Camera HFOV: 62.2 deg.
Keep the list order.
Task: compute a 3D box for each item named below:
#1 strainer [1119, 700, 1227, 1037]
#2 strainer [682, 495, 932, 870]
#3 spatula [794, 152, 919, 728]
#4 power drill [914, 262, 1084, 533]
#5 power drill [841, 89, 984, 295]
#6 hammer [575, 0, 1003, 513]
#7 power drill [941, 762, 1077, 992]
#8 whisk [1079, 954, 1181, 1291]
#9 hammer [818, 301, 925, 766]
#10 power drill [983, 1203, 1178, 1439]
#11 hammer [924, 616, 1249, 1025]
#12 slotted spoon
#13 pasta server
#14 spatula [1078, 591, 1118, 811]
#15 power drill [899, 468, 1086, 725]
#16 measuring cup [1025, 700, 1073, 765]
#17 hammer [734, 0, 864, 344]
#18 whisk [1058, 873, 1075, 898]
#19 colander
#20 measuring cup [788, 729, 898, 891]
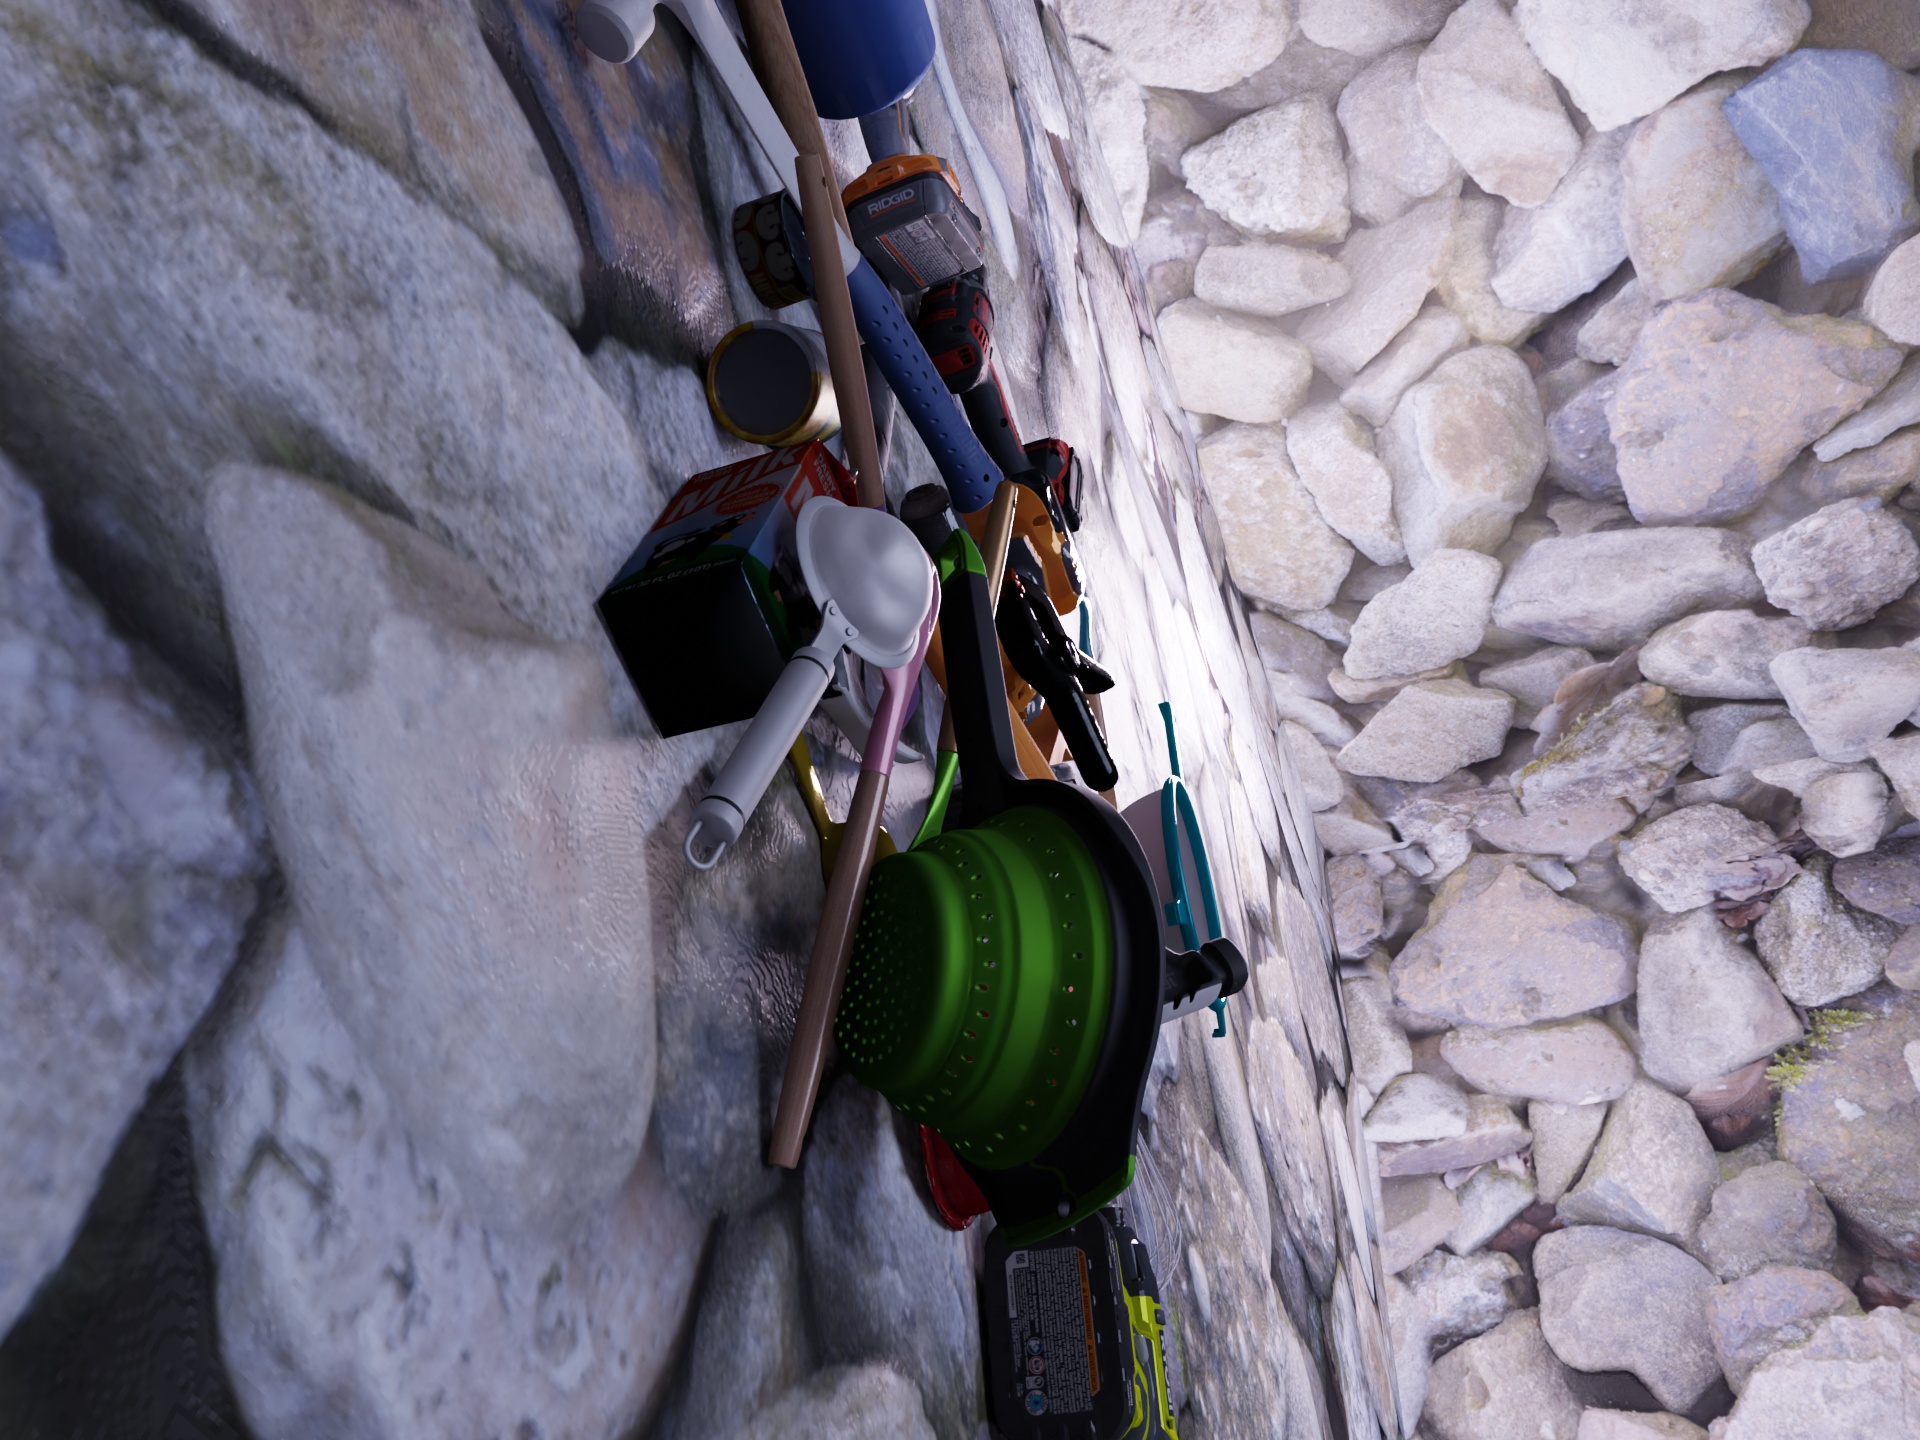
[{"bbox_3d":[0.170,0.115,1.461,0.341,0.095,0.210,-90,162,-44],"label":"strainer"},{"bbox_3d":[-0.058,-0.025,0.667,0.086,0.050,0.259,52,37,-22],"label":"strainer"},{"bbox_3d":[-0.053,-0.140,0.856,0.060,0.018,0.315,-62,147,-59],"label":"spatula"},{"bbox_3d":[0.029,-0.276,1.351,0.188,0.080,0.226,-83,151,-51],"label":"power drill"},{"bbox_3d":[-0.050,-0.450,1.221,0.164,0.084,0.227,23,51,-71],"label":"power drill"},{"bbox_3d":[-0.069,-0.282,0.941,0.144,0.035,0.405,-62,139,-26],"label":"hammer"},{"bbox_3d":[0.048,0.146,1.069,0.143,0.078,0.219,-14,93,-73],"label":"power drill"},{"bbox_3d":[0.115,0.290,1.204,0.070,0.070,0.285,50,26,-56],"label":"whisk"},{"bbox_3d":[-0.057,-0.146,1.023,0.409,0.036,0.149,-88,159,-43],"label":"hammer"},{"bbox_3d":[0.083,0.379,0.992,0.223,0.080,0.171,54,27,-60],"label":"power drill"},{"bbox_3d":[0.039,0.044,0.984,0.337,0.127,0.034,59,-33,31],"label":"hammer"},{"bbox_3d":[-0.002,-0.003,0.956,0.070,0.031,0.314,54,46,-64],"label":"slotted spoon"},{"bbox_3d":[-0.054,0.050,0.756,0.060,0.040,0.316,81,20,-70],"label":"pasta server"},{"bbox_3d":[0.114,-0.033,1.524,0.082,0.044,0.317,-8,89,-74],"label":"spatula"},{"bbox_3d":[0.021,-0.116,1.191,0.226,0.084,0.185,-65,136,-59],"label":"power drill"},{"bbox_3d":[0.054,0.014,1.226,0.174,0.052,0.095,-73,150,-57],"label":"measuring cup"},{"bbox_3d":[-0.105,-0.384,0.976,0.031,0.130,0.331,39,-26,46],"label":"hammer"},{"bbox_3d":[0.073,0.109,1.235,0.238,0.055,0.055,44,35,-53],"label":"whisk"},{"bbox_3d":[-0.010,0.055,0.804,0.094,0.204,0.398,12,52,-29],"label":"colander"},{"bbox_3d":[-0.066,0.038,0.847,0.062,0.029,0.156,-70,146,-62],"label":"measuring cup"}]
